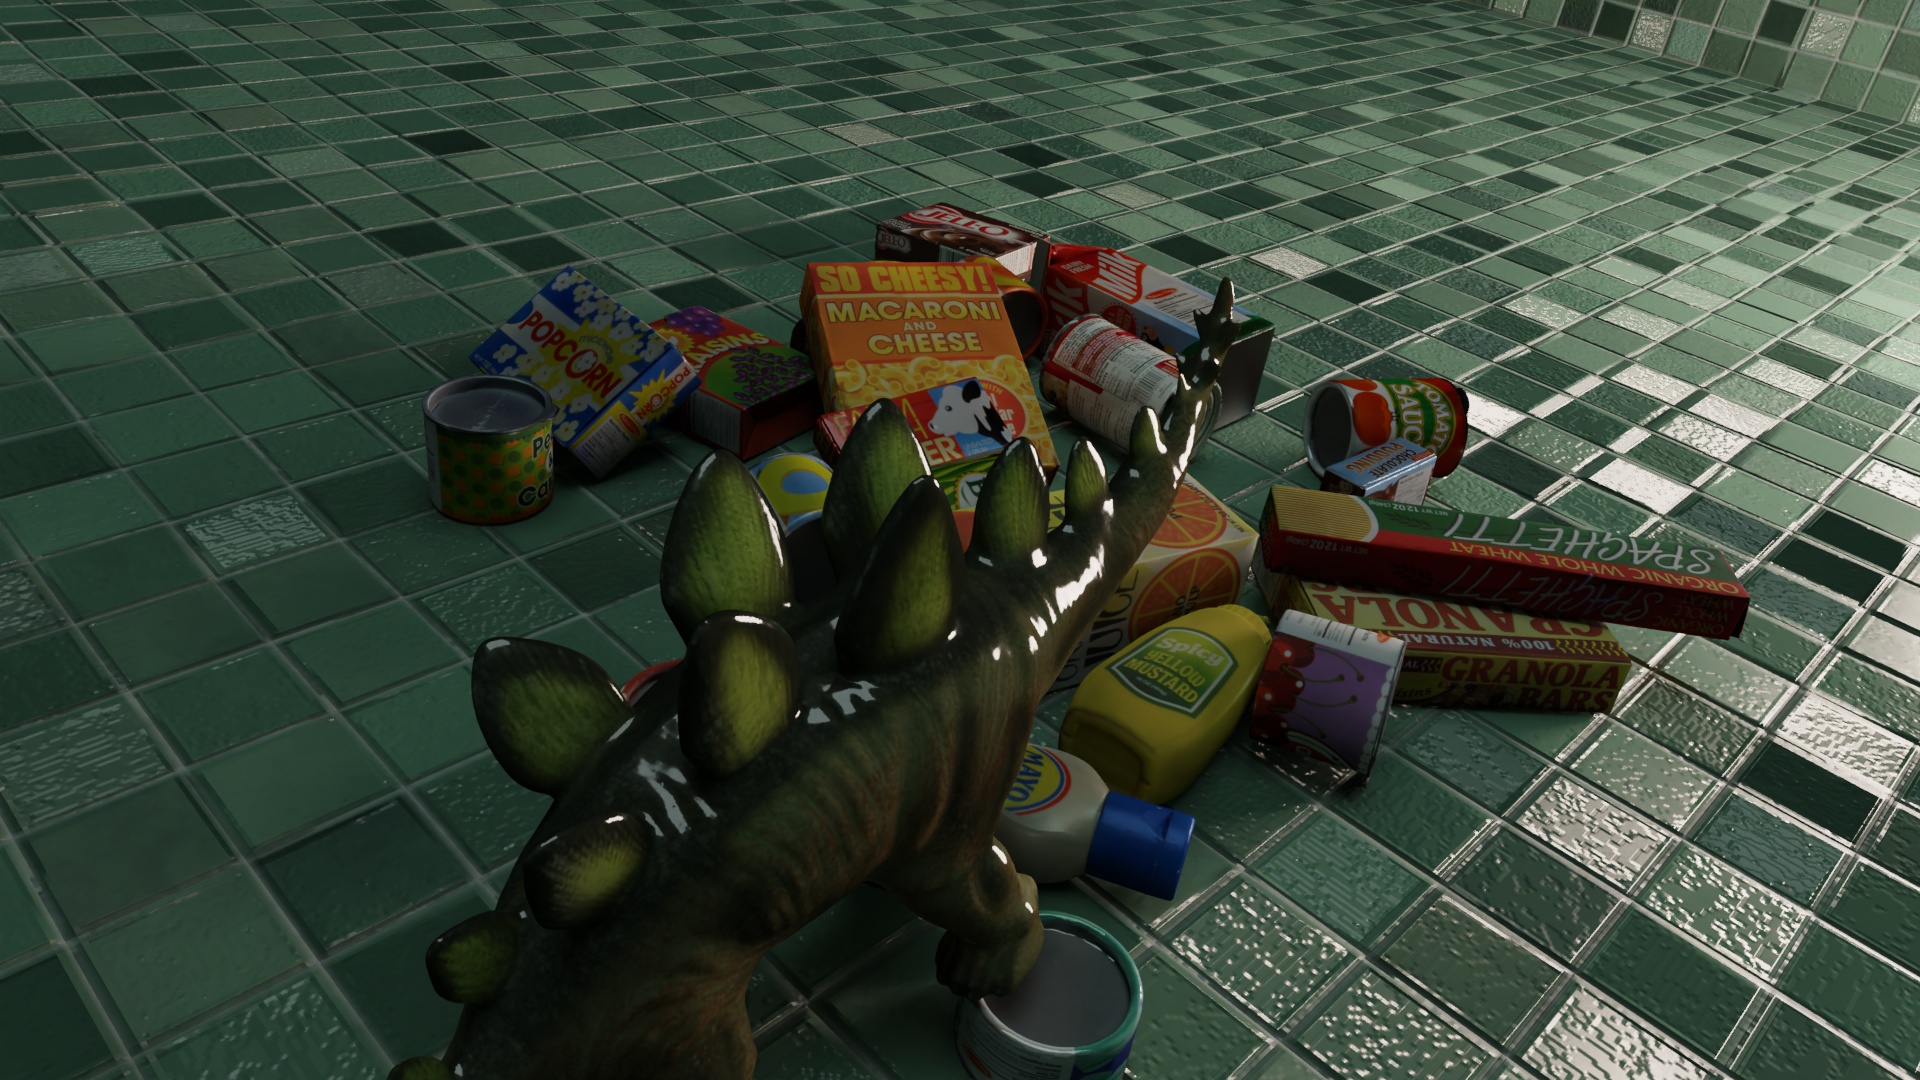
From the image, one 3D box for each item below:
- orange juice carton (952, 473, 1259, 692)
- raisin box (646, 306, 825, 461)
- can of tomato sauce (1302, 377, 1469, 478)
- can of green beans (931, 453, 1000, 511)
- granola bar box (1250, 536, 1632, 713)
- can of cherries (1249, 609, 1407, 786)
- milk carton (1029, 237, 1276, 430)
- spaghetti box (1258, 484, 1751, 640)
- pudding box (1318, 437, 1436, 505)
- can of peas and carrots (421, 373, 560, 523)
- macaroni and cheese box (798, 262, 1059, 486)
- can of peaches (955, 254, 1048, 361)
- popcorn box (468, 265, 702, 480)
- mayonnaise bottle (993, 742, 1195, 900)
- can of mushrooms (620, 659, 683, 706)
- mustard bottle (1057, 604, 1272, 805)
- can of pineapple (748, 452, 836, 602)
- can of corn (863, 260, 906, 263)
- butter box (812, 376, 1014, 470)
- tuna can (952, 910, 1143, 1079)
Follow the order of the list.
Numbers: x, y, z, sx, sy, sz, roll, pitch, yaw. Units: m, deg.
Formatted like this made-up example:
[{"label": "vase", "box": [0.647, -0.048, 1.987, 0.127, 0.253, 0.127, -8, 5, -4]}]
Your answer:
[{"label": "orange juice carton", "box": [0.047, 0.024, 0.697, 0.193, 0.072, 0.072, -11, 38, -27]}, {"label": "raisin box", "box": [-0.154, -0.102, 0.877, 0.123, 0.039, 0.086, 26, 37, 26]}, {"label": "can of tomato sauce", "box": [0.277, -0.073, 0.905, 0.083, 0.070, 0.071, -2, 34, -15]}, {"label": "can of green beans", "box": [0.001, -0.009, 0.744, 0.058, 0.071, 0.071, -14, 39, -30]}, {"label": "granola bar box", "box": [0.256, 0.038, 0.757, 0.166, 0.038, 0.125, 3, 33, -8]}, {"label": "can of cherries", "box": [0.173, 0.074, 0.657, 0.058, 0.071, 0.072, 16, 33, 19]}, {"label": "milk carton", "box": [0.119, -0.150, 0.986, 0.191, 0.072, 0.074, 34, 40, 32]}, {"label": "spaghetti box", "box": [0.287, 0.011, 0.740, 0.250, 0.028, 0.050, 8, 33, 1]}, {"label": "pudding box", "box": [0.252, -0.028, 0.847, 0.084, 0.049, 0.030, -21, 41, -38]}, {"label": "can of peas and carrots", "box": [-0.253, -0.050, 0.754, 0.071, 0.058, 0.071, 7, 33, -4]}, {"label": "macaroni and cheese box", "box": [-0.023, -0.097, 0.848, 0.124, 0.040, 0.167, -4, 56, -19]}, {"label": "can of peaches", "box": [0.022, -0.161, 0.985, 0.071, 0.071, 0.058, -11, 37, -28]}, {"label": "popcorn box", "box": [-0.223, -0.101, 0.823, 0.085, 0.038, 0.127, -46, 53, -10]}, {"label": "mayonnaise bottle", "box": [0.023, 0.111, 0.586, 0.148, 0.041, 0.065, 16, 37, 12]}, {"label": "can of mushrooms", "box": [-0.118, 0.082, 0.605, 0.071, 0.033, 0.071, 6, 33, -4]}, {"label": "mustard bottle", "box": [0.110, 0.067, 0.668, 0.065, 0.048, 0.161, 28, 38, 25]}, {"label": "can of pineapple", "box": [-0.081, -0.003, 0.716, 0.071, 0.070, 0.058, -9, 37, -26]}, {"label": "can of corn", "box": [-0.050, -0.155, 0.965, 0.071, 0.058, 0.071, 6, 32, -4]}, {"label": "butter box", "box": [-0.025, -0.055, 0.775, 0.104, 0.024, 0.053, -17, 63, -26]}, {"label": "tuna can", "box": [0.033, 0.169, 0.507, 0.071, 0.032, 0.071, 6, 33, -4]}]
